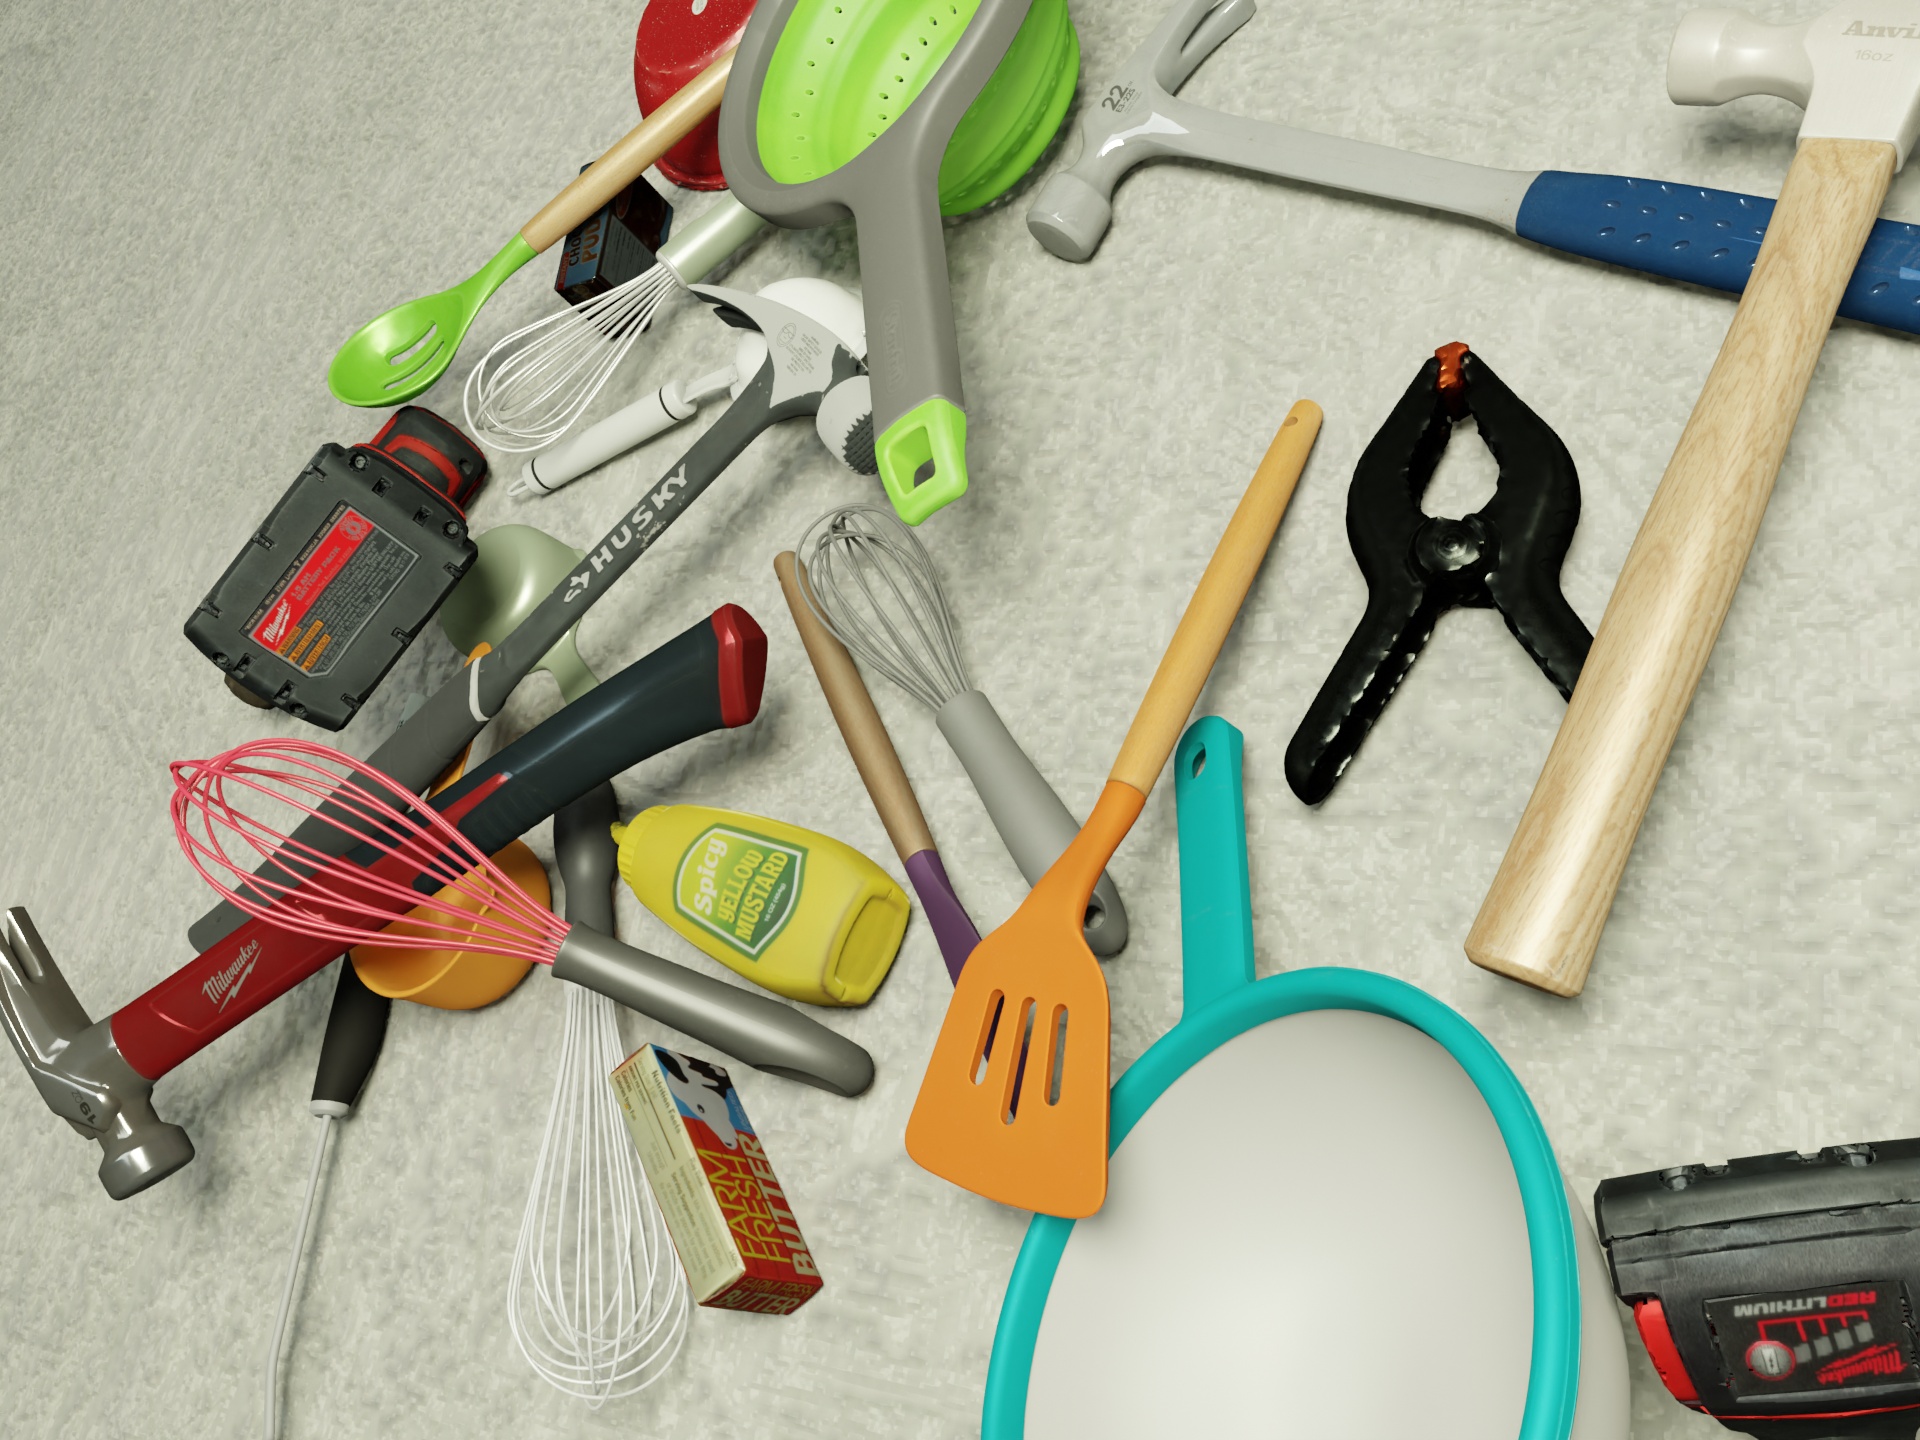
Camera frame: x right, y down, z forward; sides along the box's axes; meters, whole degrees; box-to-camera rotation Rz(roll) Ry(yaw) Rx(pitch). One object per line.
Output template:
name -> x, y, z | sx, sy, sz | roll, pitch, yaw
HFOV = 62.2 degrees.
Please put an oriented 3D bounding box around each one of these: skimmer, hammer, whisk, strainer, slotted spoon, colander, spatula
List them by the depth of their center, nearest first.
strainer -> 0.108, 0.138, 0.482 | 0.211, 0.095, 0.341 | -42, 28, 36
hammer -> 0.234, -0.072, 0.486 | 0.130, 0.031, 0.331 | 19, 83, 37
spatula -> 0.070, 0.011, 0.556 | 0.081, 0.041, 0.323 | 5, 55, 40
hammer -> 0.208, -0.202, 0.598 | 0.406, 0.035, 0.144 | 29, 86, 37
whisk -> -0.170, 0.080, 0.612 | 0.296, 0.073, 0.073 | 24, 81, 0
whisk -> -0.002, -0.002, 0.634 | 0.055, 0.055, 0.239 | -40, 58, 11
spatula -> -0.024, 0.035, 0.636 | 0.018, 0.059, 0.316 | -15, 50, -15
whisk -> -0.154, 0.137, 0.664 | 0.070, 0.070, 0.285 | -26, 52, 20
hammer -> -0.251, 0.052, 0.675 | 0.386, 0.038, 0.143 | -33, 87, 12
colander -> -0.005, -0.234, 0.692 | 0.204, 0.094, 0.398 | -30, 52, 34
skimmer -> -0.324, 0.229, 0.703 | 0.127, 0.090, 0.364 | -33, 46, 55
hammer -> -0.204, -0.032, 0.718 | 0.409, 0.036, 0.149 | -44, 52, 7
strainer -> -0.137, -0.165, 0.796 | 0.258, 0.050, 0.087 | -21, 43, 26
whisk -> -0.154, -0.226, 0.815 | 0.246, 0.057, 0.059 | -41, 83, -4
slotted spoon -> -0.203, -0.263, 0.826 | 0.314, 0.031, 0.070 | -37, 56, 10

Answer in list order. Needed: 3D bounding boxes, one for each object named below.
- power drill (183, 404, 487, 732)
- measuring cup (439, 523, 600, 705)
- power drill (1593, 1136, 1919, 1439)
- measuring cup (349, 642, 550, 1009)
power drill -> -0.314, -0.066, 0.793 | 0.188, 0.080, 0.227 | -51, 21, 2
measuring cup -> -0.208, -0.037, 0.781 | 0.083, 0.038, 0.168 | -46, 51, 7
power drill -> 0.207, 0.213, 0.346 | 0.078, 0.143, 0.220 | -16, 59, 22
measuring cup -> -0.227, 0.051, 0.748 | 0.095, 0.052, 0.174 | -7, 64, 29
